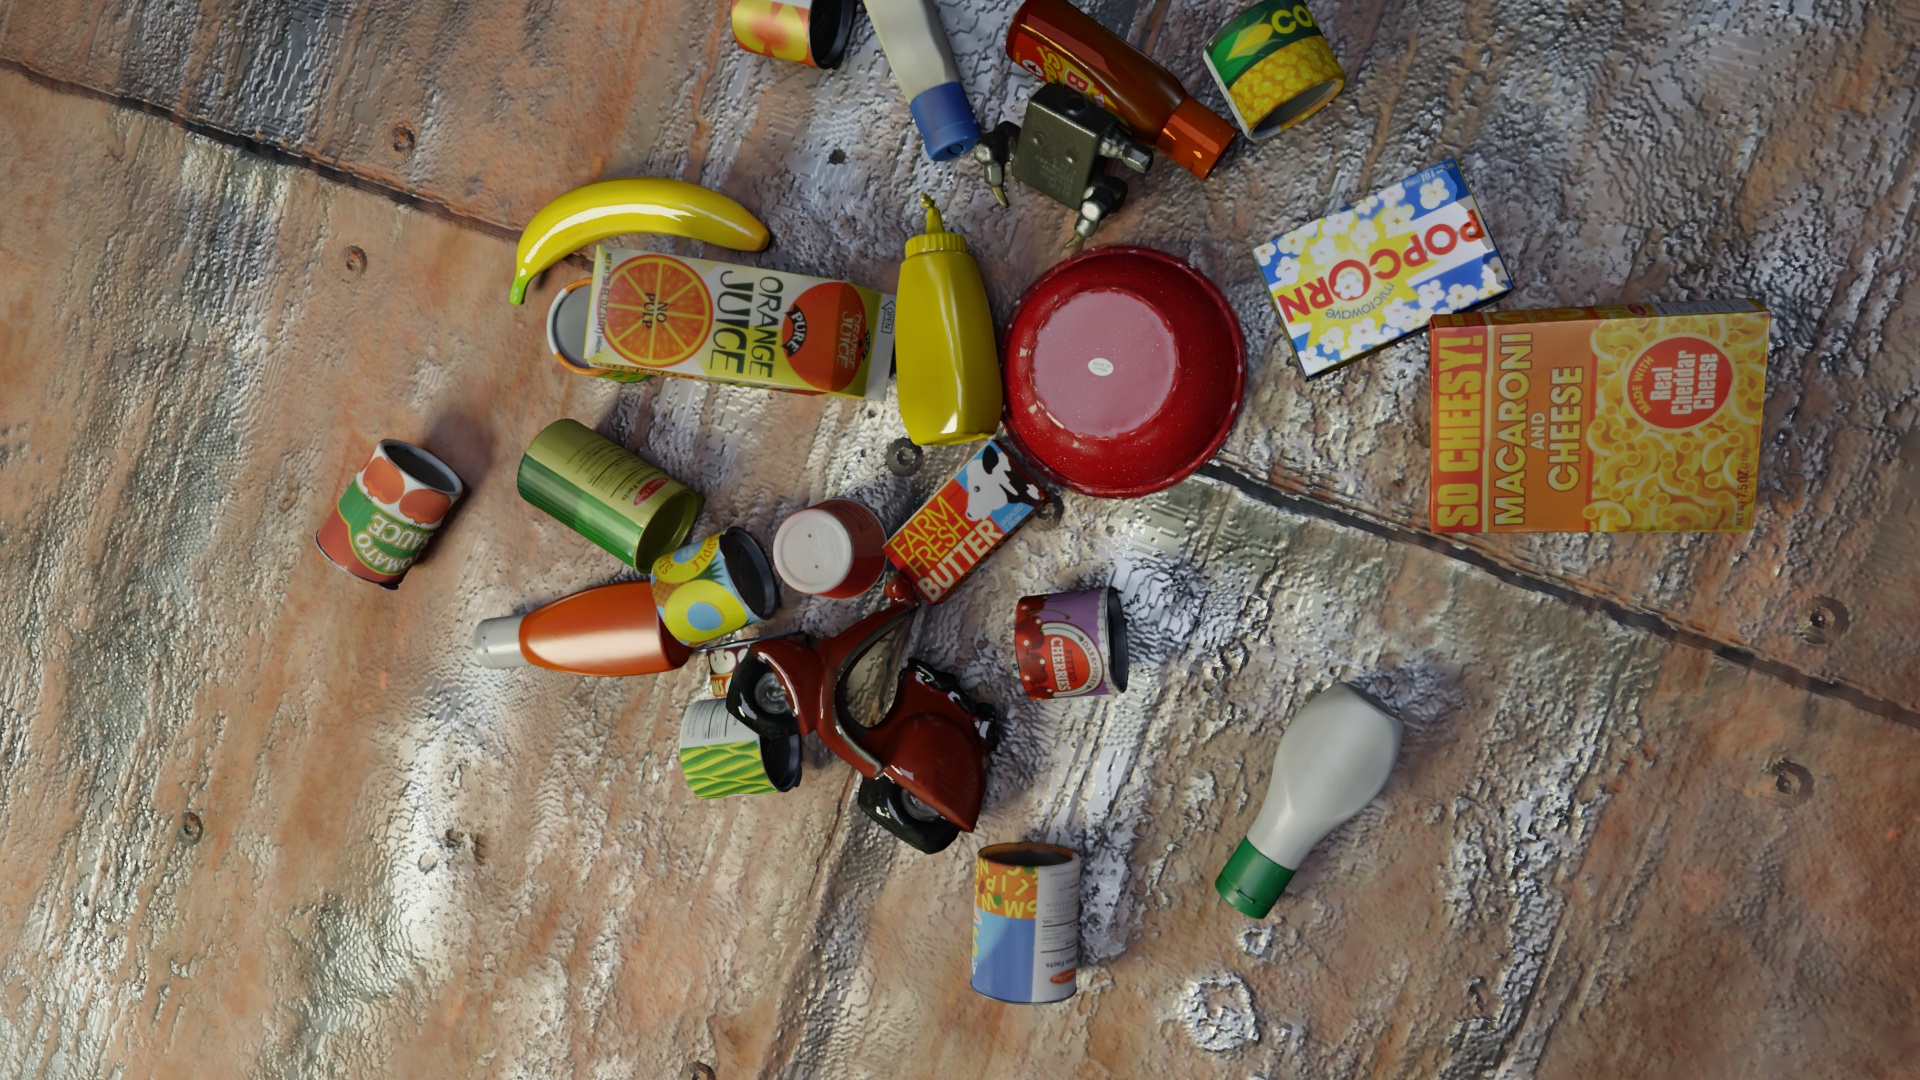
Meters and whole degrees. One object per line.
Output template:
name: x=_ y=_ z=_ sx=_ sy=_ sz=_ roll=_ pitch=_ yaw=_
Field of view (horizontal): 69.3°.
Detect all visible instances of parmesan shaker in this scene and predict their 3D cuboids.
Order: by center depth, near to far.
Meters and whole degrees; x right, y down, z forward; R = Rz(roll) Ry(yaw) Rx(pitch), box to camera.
parmesan shaker: x=-0.236 y=-0.032 z=0.938 sx=0.103 sy=0.071 sz=0.071 roll=30 pitch=98 yaw=14

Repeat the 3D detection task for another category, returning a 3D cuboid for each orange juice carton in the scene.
orange juice carton: x=-0.136 y=-0.135 z=0.883 sx=0.193 sy=0.073 sz=0.071 roll=6 pitch=93 yaw=-14

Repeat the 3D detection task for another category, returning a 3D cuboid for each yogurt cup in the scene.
yogurt cup: x=-0.087 y=0.006 z=0.901 sx=0.072 sy=0.054 sz=0.072 roll=0 pitch=91 yaw=14

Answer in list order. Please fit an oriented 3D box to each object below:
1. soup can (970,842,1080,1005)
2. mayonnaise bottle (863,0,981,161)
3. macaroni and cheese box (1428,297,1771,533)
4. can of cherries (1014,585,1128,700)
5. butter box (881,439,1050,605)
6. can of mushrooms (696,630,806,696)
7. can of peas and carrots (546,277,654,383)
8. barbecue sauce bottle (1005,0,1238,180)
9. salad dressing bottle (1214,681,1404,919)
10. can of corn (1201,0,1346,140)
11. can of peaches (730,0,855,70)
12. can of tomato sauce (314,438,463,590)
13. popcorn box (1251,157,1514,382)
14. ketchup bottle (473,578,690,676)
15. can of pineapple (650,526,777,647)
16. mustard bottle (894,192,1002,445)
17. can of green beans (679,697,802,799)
soup can: x=0.038 y=0.236 z=0.863 sx=0.071 sy=0.071 sz=0.083 roll=2 pitch=91 yaw=15
mayonnaise bottle: x=-0.030 y=-0.316 z=0.882 sx=0.041 sy=0.065 sz=0.148 roll=-22 pitch=88 yaw=14
macaroni and cheese box: x=0.348 y=-0.067 z=0.773 sx=0.166 sy=0.040 sz=0.123 roll=0 pitch=110 yaw=16
can of cherries: x=0.068 y=0.064 z=0.851 sx=0.058 sy=0.071 sz=0.071 roll=-7 pitch=89 yaw=16
butter box: x=0.003 y=-0.011 z=0.892 sx=0.103 sy=0.024 sz=0.053 roll=-45 pitch=79 yaw=11
can of mushrooms: x=-0.134 y=0.081 z=0.907 sx=0.071 sy=0.071 sz=0.033 roll=-10 pitch=90 yaw=15
can of peas and carrots: x=-0.233 y=-0.141 z=0.938 sx=0.071 sy=0.059 sz=0.071 roll=0 pitch=91 yaw=15
barbecue sauce bottle: x=0.099 y=-0.277 z=0.848 sx=0.148 sy=0.065 sz=0.043 roll=35 pitch=88 yaw=3
salad dressing bottle: x=0.205 y=0.156 z=0.829 sx=0.064 sy=0.044 sz=0.147 roll=33 pitch=100 yaw=11
can of corn: x=0.187 y=-0.280 z=0.818 sx=0.071 sy=0.071 sz=0.058 roll=-28 pitch=84 yaw=14
can of peaches: x=-0.108 y=-0.343 z=0.901 sx=0.058 sy=0.071 sz=0.071 roll=17 pitch=95 yaw=14
can of tomato sauce: x=-0.401 y=-0.019 z=0.979 sx=0.071 sy=0.071 sz=0.083 roll=40 pitch=100 yaw=12
popcorn box: x=0.246 y=-0.158 z=0.818 sx=0.126 sy=0.038 sz=0.085 roll=-23 pitch=86 yaw=14
ketchup bottle: x=-0.261 y=0.064 z=0.954 sx=0.149 sy=0.043 sz=0.064 roll=-7 pitch=88 yaw=15
can of pineapple: x=-0.163 y=0.029 z=0.915 sx=0.058 sy=0.071 sz=0.071 roll=-22 pitch=85 yaw=15
mustard bottle: x=-0.010 y=-0.142 z=0.878 sx=0.065 sy=0.049 sz=0.160 roll=-7 pitch=86 yaw=44
can of green beans: x=-0.144 y=0.135 z=0.911 sx=0.058 sy=0.071 sz=0.071 roll=-9 pitch=88 yaw=16
